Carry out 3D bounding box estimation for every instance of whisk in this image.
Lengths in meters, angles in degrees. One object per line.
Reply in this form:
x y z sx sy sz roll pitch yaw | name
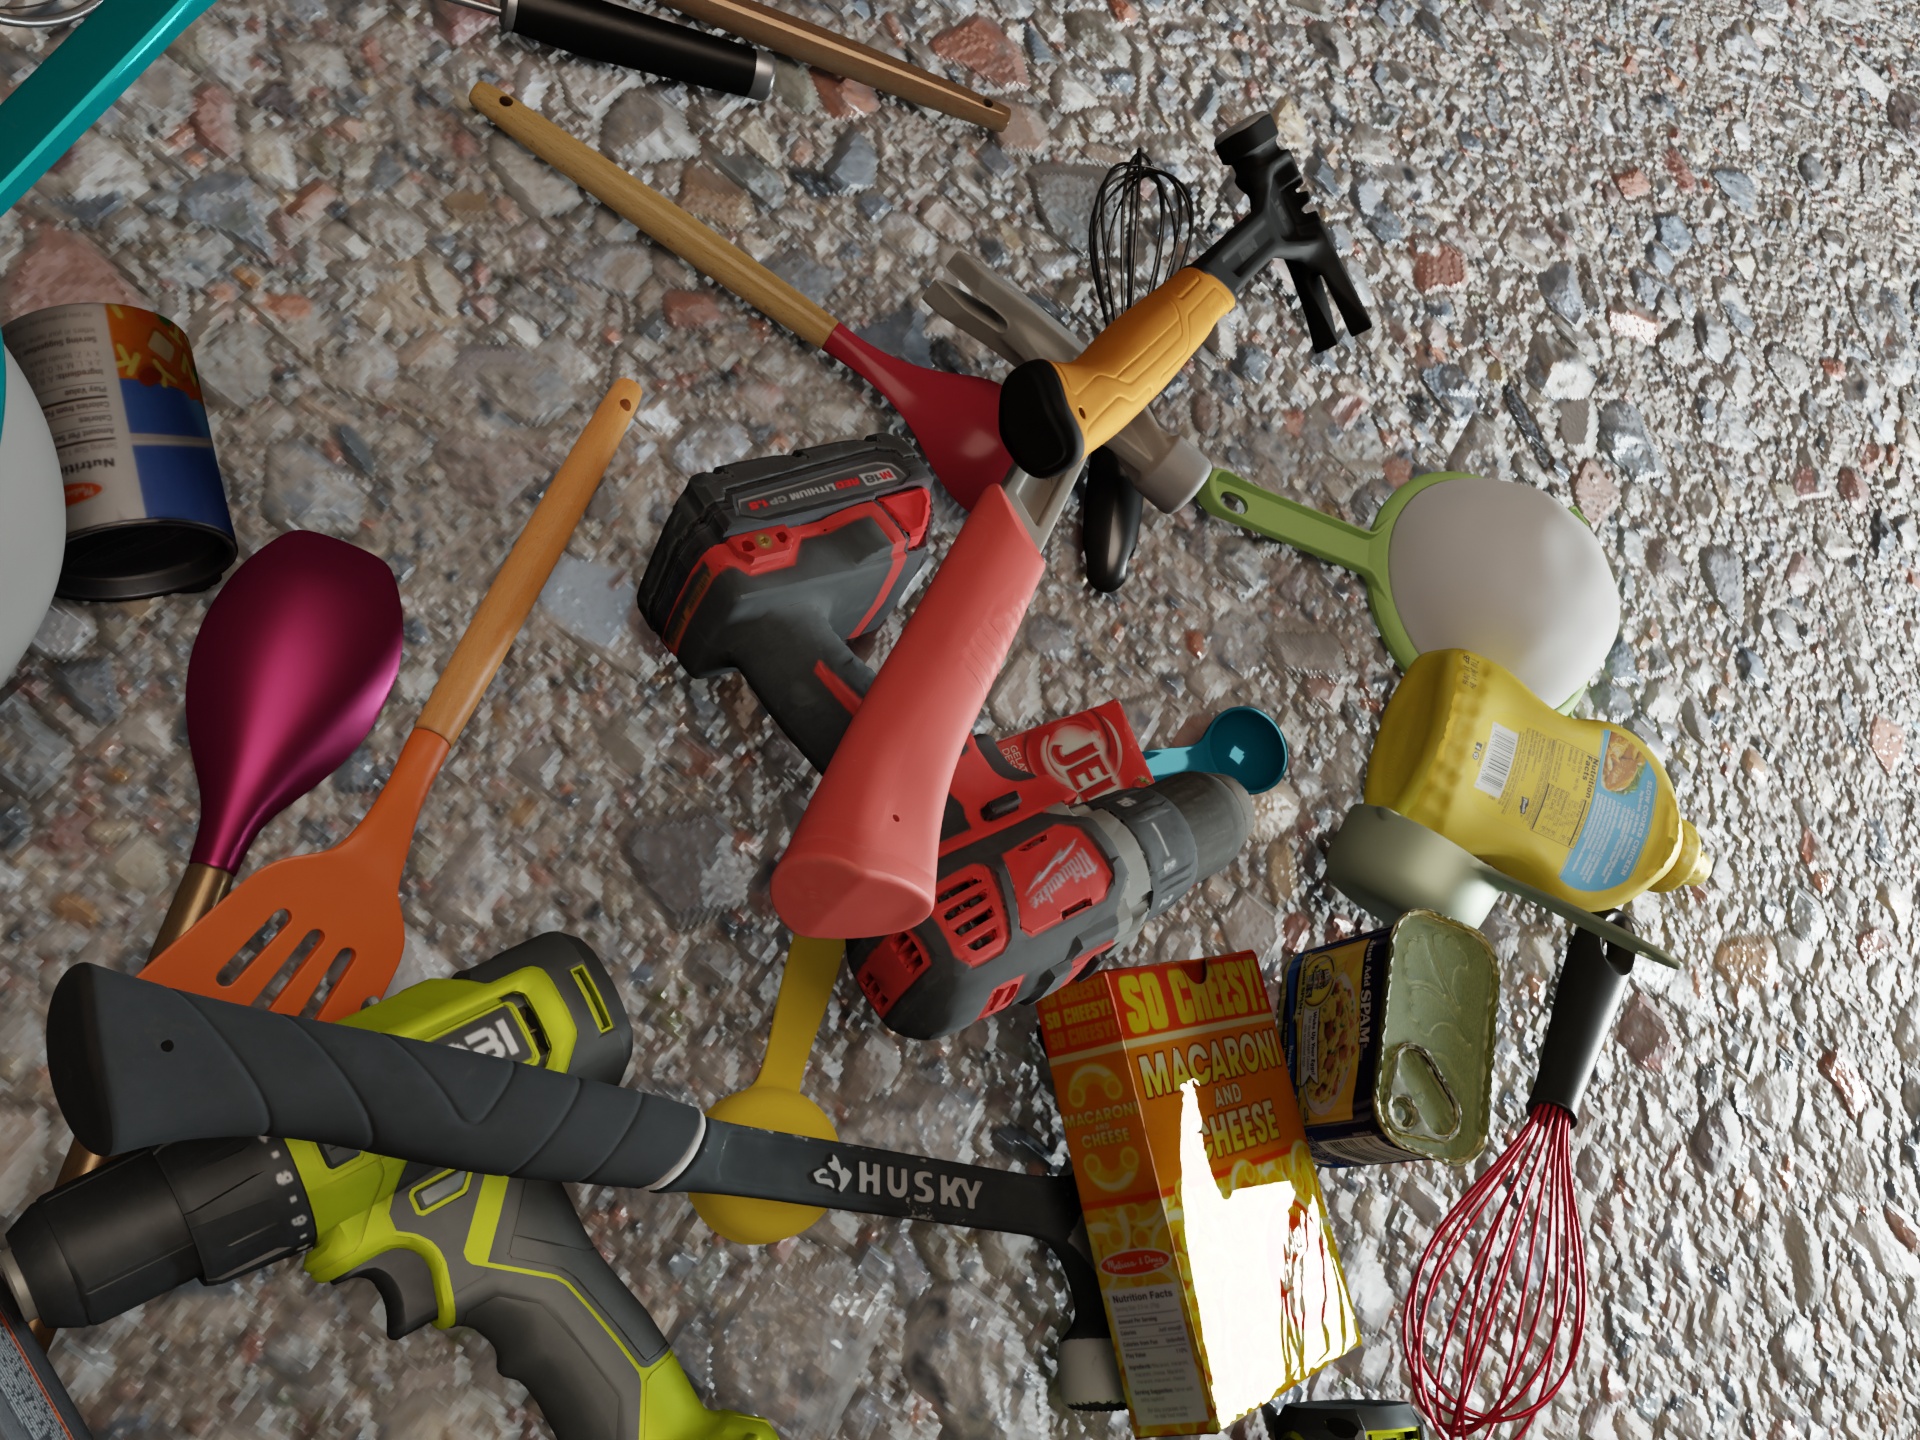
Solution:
0.080 -0.173 0.776 0.055 0.055 0.239 14 72 -21 | whisk
0.265 0.196 0.726 0.073 0.073 0.296 41 53 -7 | whisk

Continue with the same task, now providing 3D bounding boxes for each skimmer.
-0.240 -0.312 0.644 0.363 0.090 0.127 6 102 -26 | skimmer

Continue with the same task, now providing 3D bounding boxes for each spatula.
-0.121 -0.338 0.751 0.315 0.018 0.060 14 68 -19 | spatula
-0.192 -0.011 0.594 0.081 0.041 0.323 41 52 -31 | spatula

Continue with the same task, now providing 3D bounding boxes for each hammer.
0.003 -0.057 0.581 0.149 0.036 0.359 38 38 -9 | hammer
-0.076 0.136 0.516 0.408 0.036 0.149 24 54 -40 | hammer
0.106 -0.180 0.719 0.127 0.034 0.337 59 39 -15 | hammer

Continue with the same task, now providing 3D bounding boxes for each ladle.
-0.080 -0.188 0.714 0.315 0.031 0.069 33 62 -10 | ladle

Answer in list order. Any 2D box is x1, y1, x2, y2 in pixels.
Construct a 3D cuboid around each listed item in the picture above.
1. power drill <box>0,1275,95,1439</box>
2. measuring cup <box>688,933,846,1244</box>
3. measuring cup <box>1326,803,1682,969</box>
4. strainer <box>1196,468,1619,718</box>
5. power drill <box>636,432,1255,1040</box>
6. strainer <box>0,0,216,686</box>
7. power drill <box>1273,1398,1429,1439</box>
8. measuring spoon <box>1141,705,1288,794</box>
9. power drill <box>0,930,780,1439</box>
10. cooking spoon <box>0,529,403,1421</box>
-0.358 0.221 0.398 0.226 0.084 0.164 -31 87 -22 | power drill
-0.060 0.120 0.610 0.062 0.029 0.157 22 66 -17 | measuring cup
0.229 0.086 0.692 0.083 0.168 0.038 39 82 -38 | measuring cup
0.243 -0.087 0.805 0.256 0.069 0.152 18 66 -21 | strainer
-0.001 -0.002 0.620 0.188 0.080 0.227 -20 67 -39 | power drill
-0.315 -0.096 0.488 0.211 0.095 0.340 29 76 21 | strainer
0.086 0.345 0.575 0.223 0.080 0.171 8 68 -26 | power drill
0.090 0.024 0.728 0.128 0.021 0.042 -11 78 -19 | measuring spoon
-0.163 0.201 0.502 0.190 0.080 0.228 -24 82 -35 | power drill
-0.262 0.075 0.537 0.068 0.017 0.319 21 65 -21 | cooking spoon
